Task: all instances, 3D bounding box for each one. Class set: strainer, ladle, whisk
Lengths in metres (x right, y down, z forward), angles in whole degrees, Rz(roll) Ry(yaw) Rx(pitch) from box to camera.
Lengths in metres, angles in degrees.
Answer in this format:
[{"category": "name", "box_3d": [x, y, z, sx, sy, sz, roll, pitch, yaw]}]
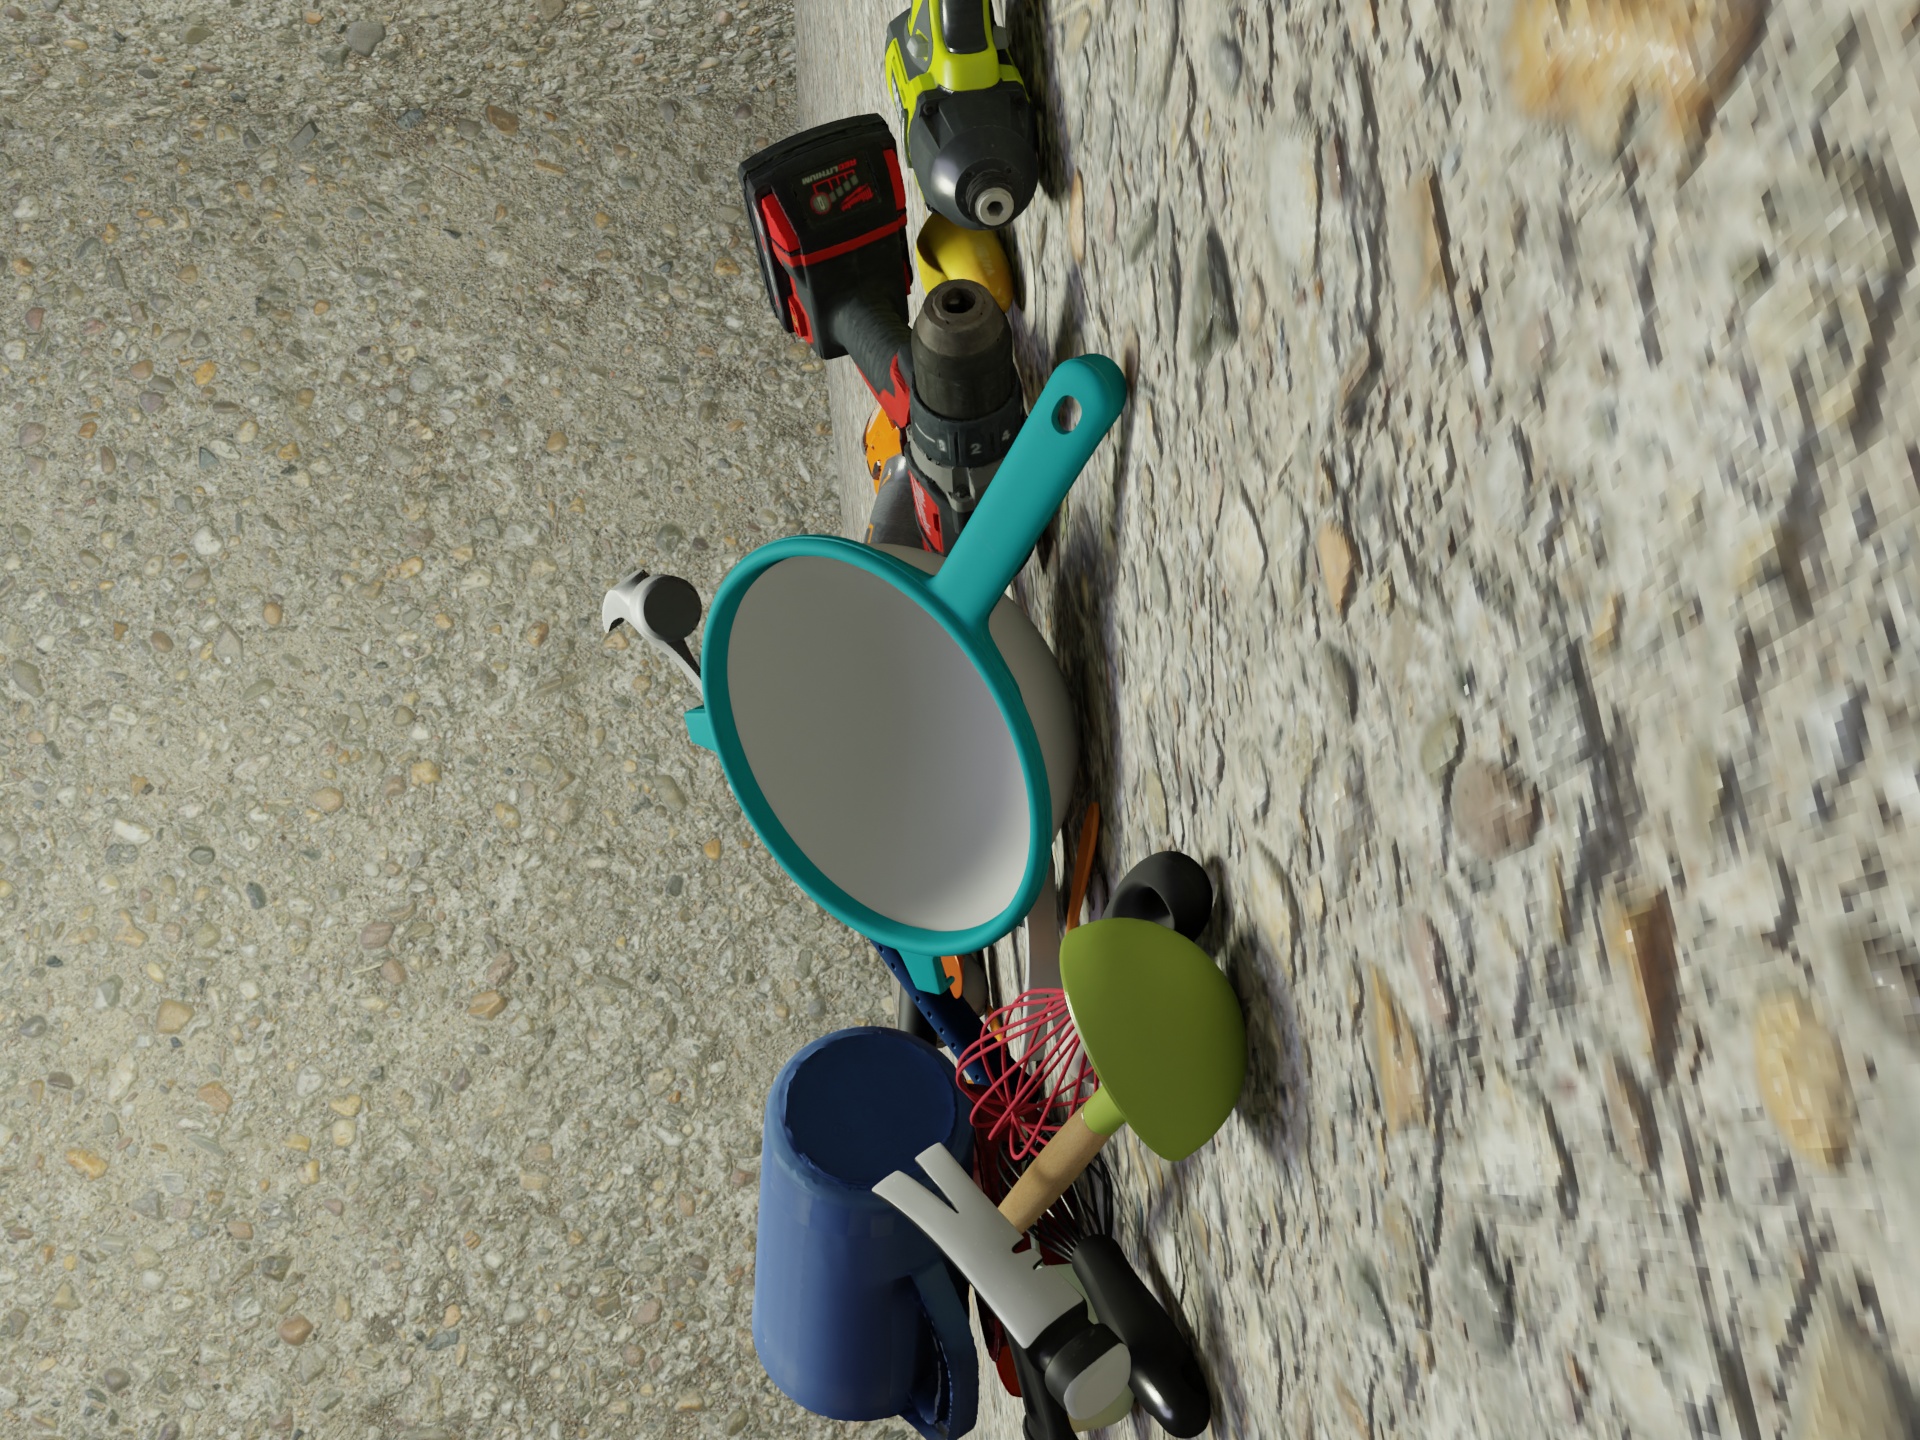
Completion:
[{"category": "strainer", "box_3d": [0.006, -0.039, 0.714, 0.211, 0.095, 0.340, 46, 135, 13]}, {"category": "ladle", "box_3d": [0.035, 0.160, 0.601, 0.320, 0.062, 0.078, 110, 143, -57]}, {"category": "whisk", "box_3d": [0.061, 0.237, 0.693, 0.239, 0.055, 0.055, -139, 44, -75]}, {"category": "strainer", "box_3d": [-0.029, 0.149, 1.138, 0.258, 0.050, 0.087, 62, -145, -34]}, {"category": "whisk", "box_3d": [0.050, 0.118, 0.636, 0.295, 0.073, 0.073, 108, 157, -60]}]

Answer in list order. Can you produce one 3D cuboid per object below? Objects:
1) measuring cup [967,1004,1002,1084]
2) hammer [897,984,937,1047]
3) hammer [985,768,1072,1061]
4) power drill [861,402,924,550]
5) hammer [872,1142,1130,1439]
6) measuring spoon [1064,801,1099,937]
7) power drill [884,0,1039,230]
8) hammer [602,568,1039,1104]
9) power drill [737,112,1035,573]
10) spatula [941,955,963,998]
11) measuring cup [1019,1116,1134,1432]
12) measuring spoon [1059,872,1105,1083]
[{"category": "measuring cup", "box_3d": [0.013, 0.262, 1.108, 0.174, 0.052, 0.095, -106, 12, -56]}, {"category": "hammer", "box_3d": [-0.021, 0.094, 1.051, 0.146, 0.035, 0.335, 102, 172, -78]}, {"category": "hammer", "box_3d": [0.023, 0.119, 0.991, 0.409, 0.036, 0.149, 128, 135, -82]}, {"category": "power drill", "box_3d": [-0.044, -0.092, 0.937, 0.164, 0.084, 0.226, 149, 136, -76]}, {"category": "hammer", "box_3d": [0.040, 0.327, 0.705, 0.127, 0.034, 0.336, 37, 149, 44]}, {"category": "measuring spoon", "box_3d": [0.059, 0.080, 0.741, 0.021, 0.011, 0.116, -93, 6, -46]}, {"category": "power drill", "box_3d": [-0.001, -0.326, 0.652, 0.171, 0.080, 0.223, -102, 5, -46]}, {"category": "hammer", "box_3d": [-0.076, 0.079, 0.931, 0.405, 0.035, 0.144, 56, 165, -20]}, {"category": "power drill", "box_3d": [-0.029, -0.193, 0.772, 0.187, 0.080, 0.227, 82, 162, -62]}, {"category": "spatula", "box_3d": [-0.001, -0.003, 0.928, 0.081, 0.041, 0.323, 98, 178, -70]}, {"category": "measuring cup", "box_3d": [0.056, 0.270, 0.798, 0.168, 0.038, 0.083, -99, 7, -47]}, {"category": "measuring spoon", "box_3d": [0.056, 0.121, 0.742, 0.034, 0.018, 0.124, -104, 11, -56]}]
